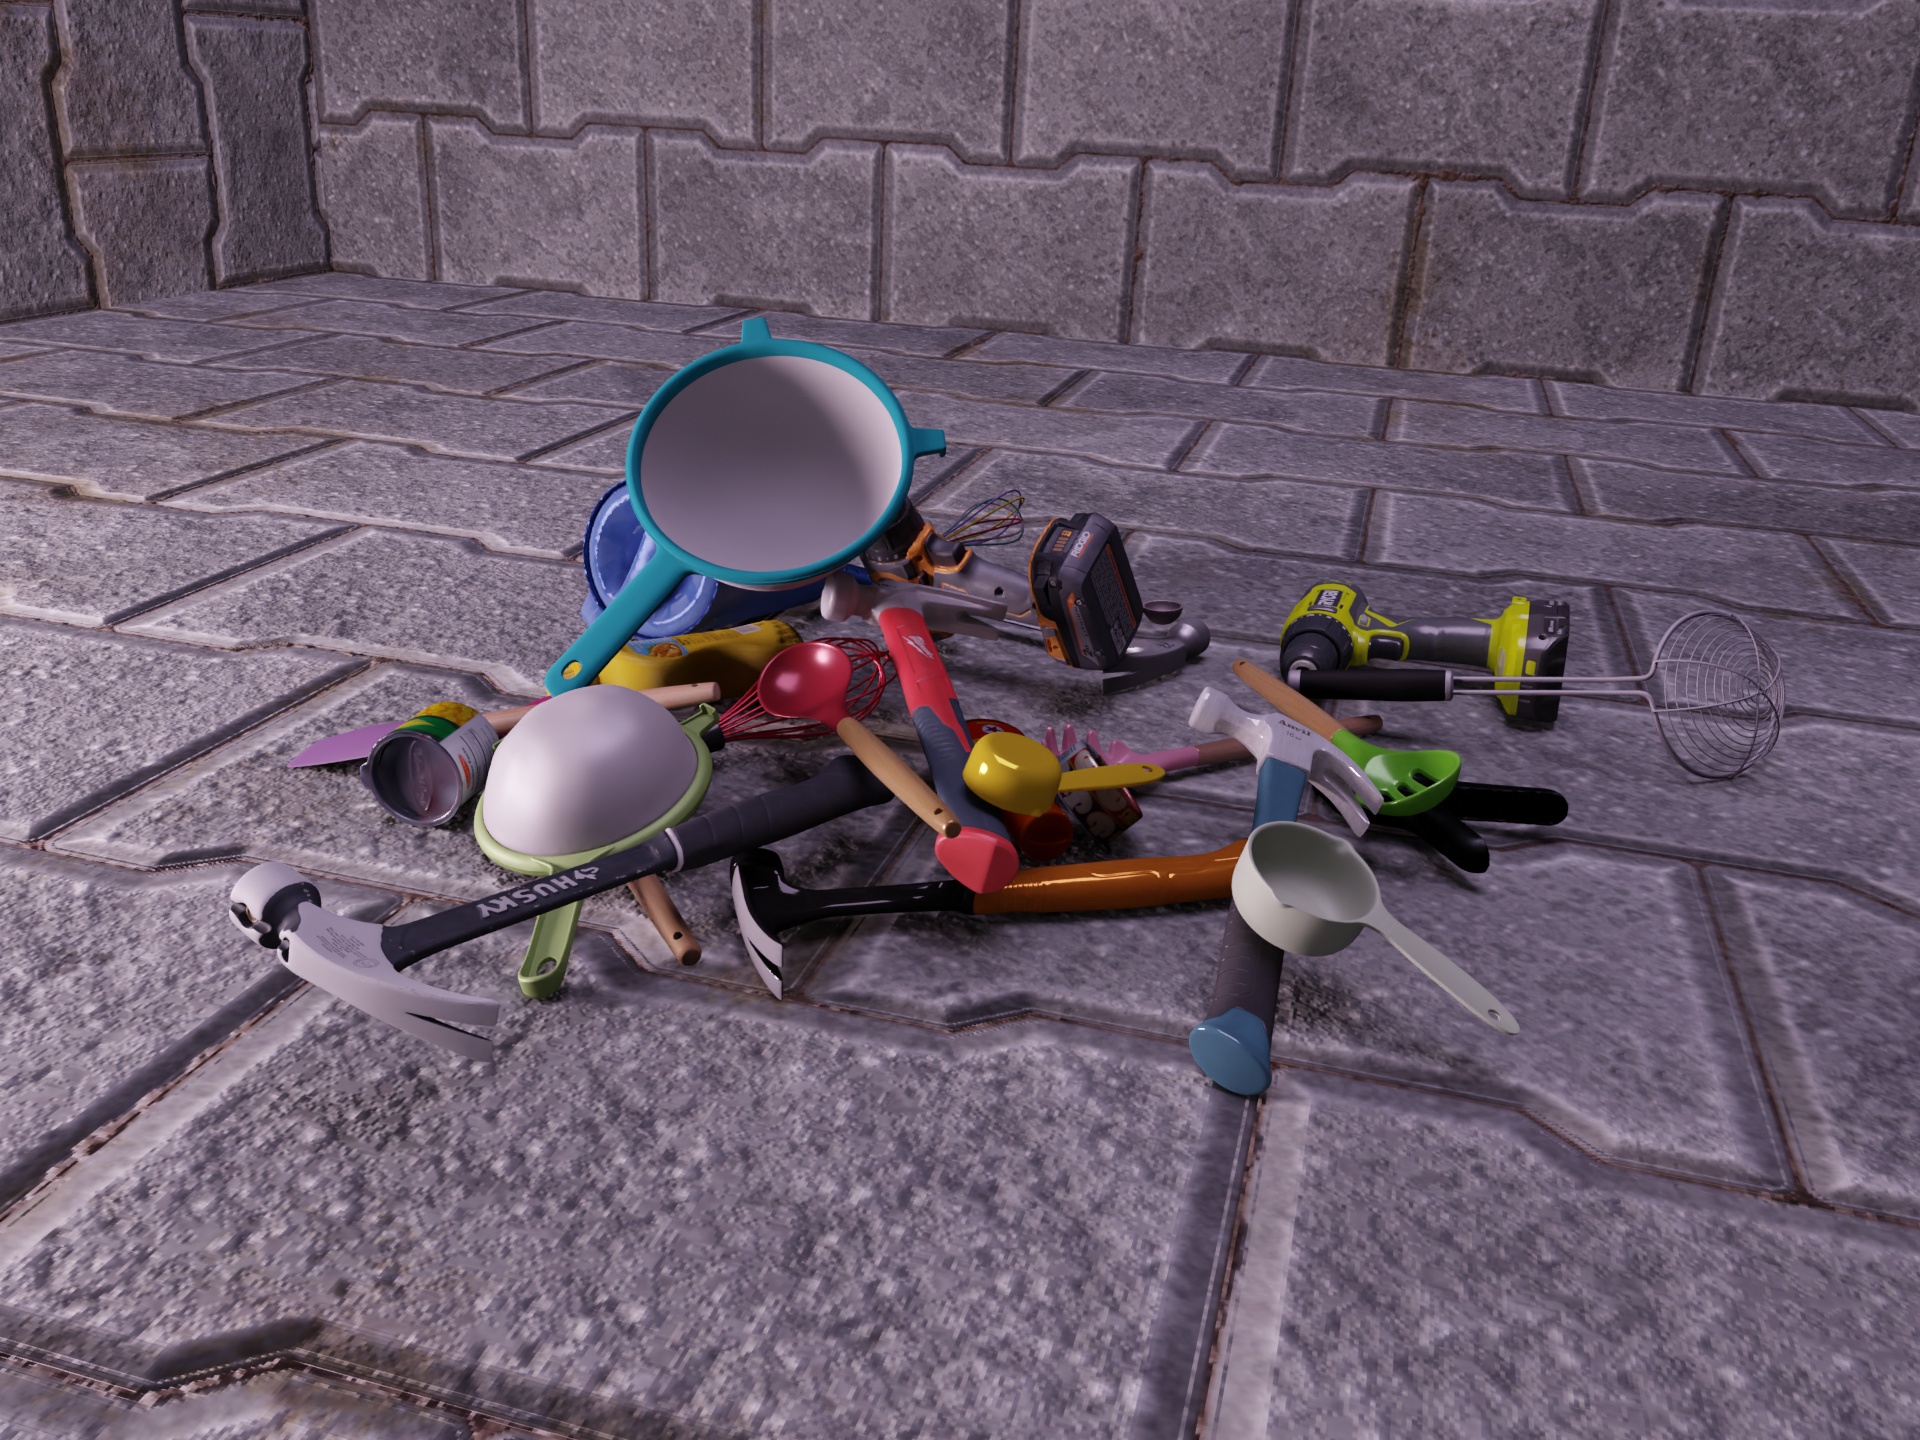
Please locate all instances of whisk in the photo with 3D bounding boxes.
[{"bbox_3d":[-0.160,0.004,1.138,0.296,0.073,0.073,-25,35,-37],"label":"whisk"},{"bbox_3d":[-0.009,-0.170,1.513,0.047,0.051,0.245,-7,16,39],"label":"whisk"}]

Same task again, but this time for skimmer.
[{"bbox_3d":[0.440,-0.022,1.227,0.363,0.127,0.090,1,-5,17],"label":"skimmer"}]

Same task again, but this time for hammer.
[{"bbox_3d":[0.011,-0.099,1.429,0.406,0.035,0.144,16,26,29],"label":"hammer"},{"bbox_3d":[-0.002,-0.003,1.063,0.143,0.038,0.387,9,26,-16],"label":"hammer"},{"bbox_3d":[0.038,0.103,0.941,0.336,0.034,0.127,-3,22,-15],"label":"hammer"},{"bbox_3d":[0.175,0.091,0.921,0.128,0.033,0.331,23,34,3],"label":"hammer"},{"bbox_3d":[-0.165,0.076,0.860,0.149,0.036,0.409,26,24,28],"label":"hammer"}]

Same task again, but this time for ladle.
[{"bbox_3d":[-0.062,0.011,0.997,0.069,0.031,0.316,-34,27,-9],"label":"ladle"}]

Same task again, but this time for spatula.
[{"bbox_3d":[-0.311,0.001,1.082,0.316,0.018,0.060,-8,23,14],"label":"spatula"}]

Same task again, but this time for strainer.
[{"bbox_3d":[-0.177,-0.128,1.178,0.211,0.095,0.340,34,72,15],"label":"strainer"},{"bbox_3d":[-0.231,0.052,0.932,0.151,0.069,0.257,-9,34,4],"label":"strainer"}]

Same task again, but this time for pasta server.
[{"bbox_3d":[0.193,0.016,1.165,0.316,0.040,0.060,-8,31,-30],"label":"pasta server"}]

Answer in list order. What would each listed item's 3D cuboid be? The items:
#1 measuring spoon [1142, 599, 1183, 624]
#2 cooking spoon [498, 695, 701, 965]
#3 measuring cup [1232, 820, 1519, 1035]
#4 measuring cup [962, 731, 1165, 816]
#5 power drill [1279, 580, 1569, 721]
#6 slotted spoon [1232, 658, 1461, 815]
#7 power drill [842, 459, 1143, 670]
[{"bbox_3d":[0.131,-0.094,1.371,0.124,0.018,0.034,4,20,21],"label":"measuring spoon"},{"bbox_3d":[-0.225,0.060,0.997,0.069,0.017,0.319,-27,38,-17],"label":"cooking spoon"},{"bbox_3d":[0.216,0.120,0.842,0.168,0.038,0.083,39,39,20],"label":"measuring cup"},{"bbox_3d":[0.071,0.026,0.967,0.156,0.029,0.062,-4,33,-38],"label":"measuring cup"},{"bbox_3d":[0.380,-0.058,1.322,0.228,0.080,0.190,7,21,18],"label":"power drill"},{"bbox_3d":[0.262,0.004,1.136,0.070,0.031,0.314,-29,23,-3],"label":"slotted spoon"},{"bbox_3d":[0.017,-0.129,1.272,0.226,0.185,0.084,11,56,31],"label":"power drill"}]
